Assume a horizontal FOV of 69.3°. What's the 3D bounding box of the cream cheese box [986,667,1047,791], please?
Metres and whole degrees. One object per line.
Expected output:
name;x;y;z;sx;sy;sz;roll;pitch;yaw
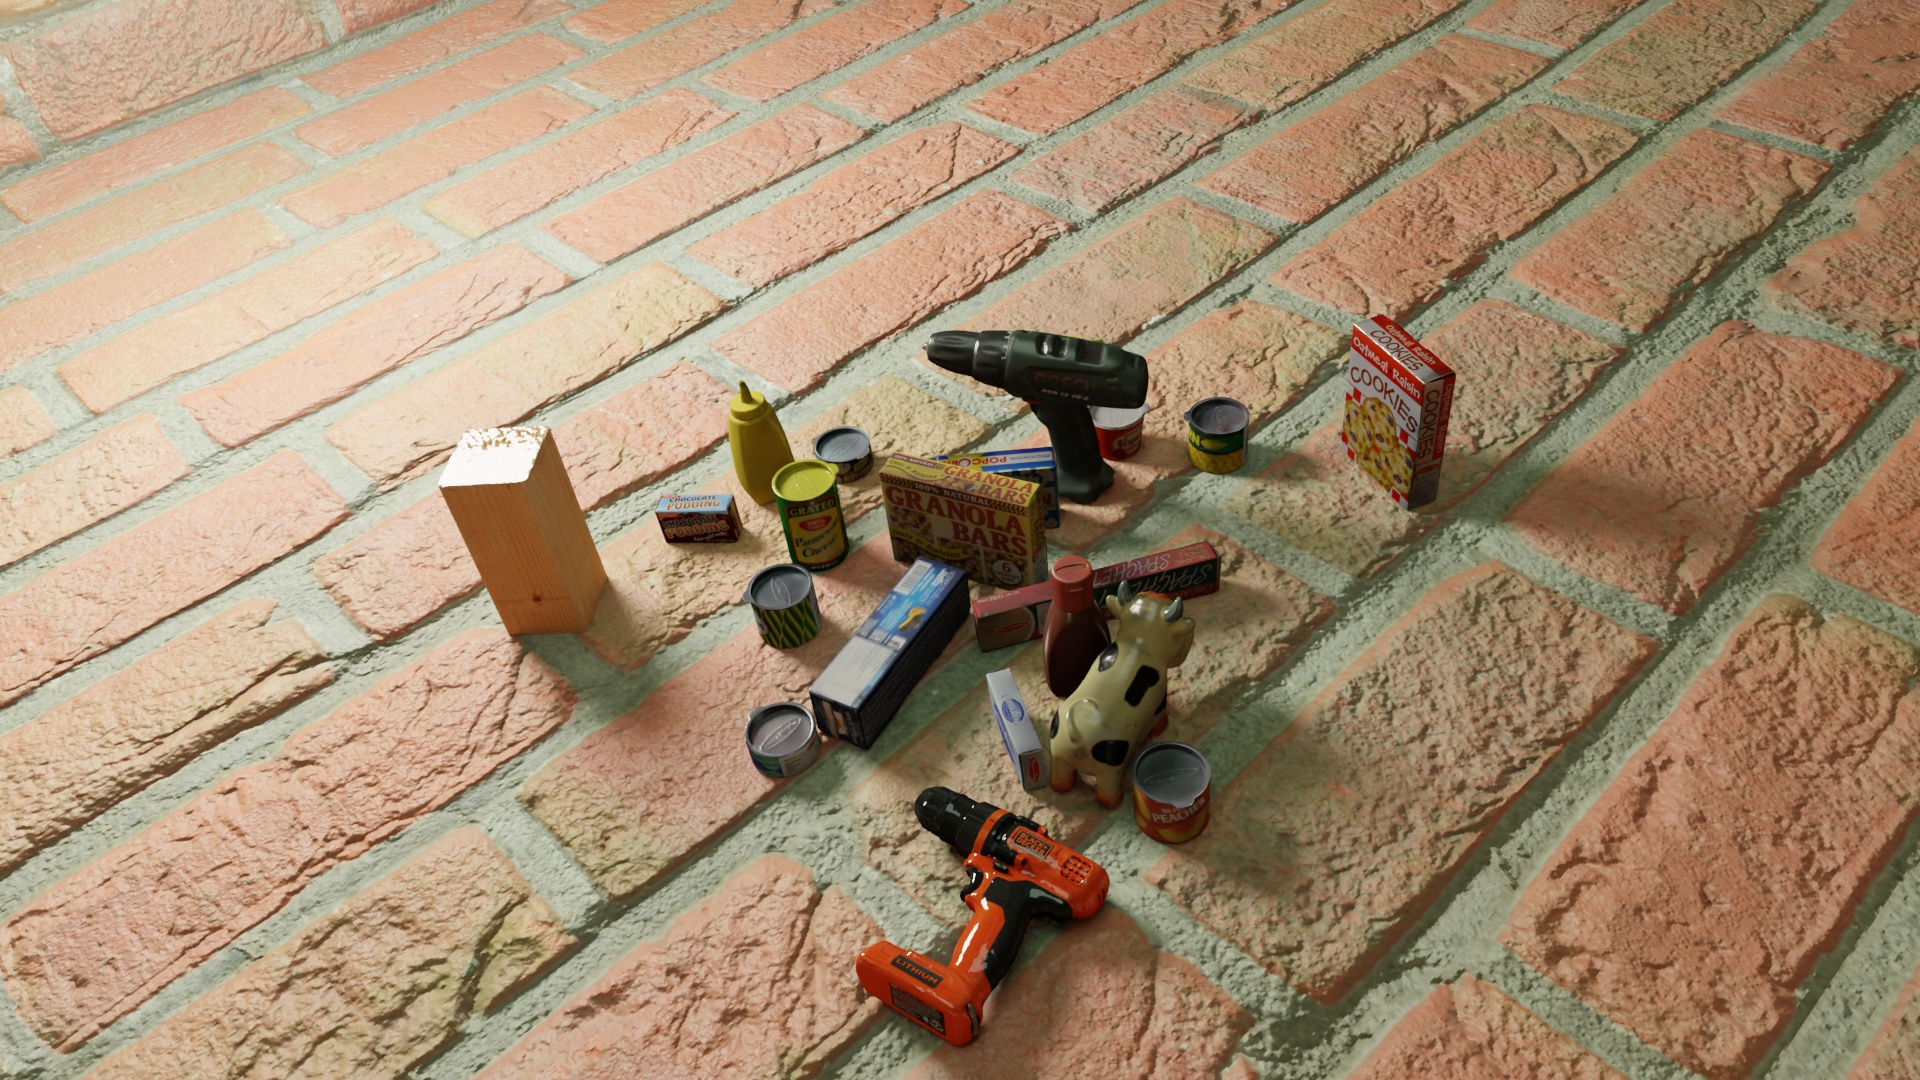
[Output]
cream cheese box;0.050;0.169;1.250;0.024;0.053;0.104;-15;42;-8

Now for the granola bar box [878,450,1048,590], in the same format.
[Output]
granola bar box;0.005;-0.018;1.412;0.165;0.123;0.039;14;46;23

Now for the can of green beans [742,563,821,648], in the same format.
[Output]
can of green beans;-0.176;0.066;1.396;0.071;0.057;0.071;-4;42;4

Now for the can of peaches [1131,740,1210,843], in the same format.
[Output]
can of peaches;0.179;0.215;1.177;0.071;0.057;0.071;-4;42;4

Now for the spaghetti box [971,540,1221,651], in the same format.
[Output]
spaghetti box;0.135;0.055;1.368;0.250;0.050;0.029;-14;42;-7

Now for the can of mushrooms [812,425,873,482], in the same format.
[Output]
can of mushrooms;-0.132;-0.098;1.589;0.071;0.033;0.071;-4;42;4

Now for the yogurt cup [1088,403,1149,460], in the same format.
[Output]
yogurt cup;0.174;-0.127;1.561;0.072;0.053;0.073;-4;42;4

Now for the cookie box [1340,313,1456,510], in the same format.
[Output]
cookie box;0.452;-0.133;1.442;0.040;0.166;0.123;-19;43;-13

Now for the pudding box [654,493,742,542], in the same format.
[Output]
pudding box;-0.286;-0.024;1.519;0.084;0.049;0.030;0;42;8

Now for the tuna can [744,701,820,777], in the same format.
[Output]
tuna can;-0.166;0.183;1.283;0.071;0.032;0.071;-4;42;4

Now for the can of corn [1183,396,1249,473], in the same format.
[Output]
can of corn;0.281;-0.115;1.529;0.071;0.058;0.071;-4;42;4

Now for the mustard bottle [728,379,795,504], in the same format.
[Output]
mustard bottle;-0.223;-0.115;1.528;0.065;0.159;0.049;-26;45;-20

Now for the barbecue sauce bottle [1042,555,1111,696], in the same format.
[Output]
barbecue sauce bottle;0.106;0.079;1.271;0.065;0.147;0.044;-9;42;-1

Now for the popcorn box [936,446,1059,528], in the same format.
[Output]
popcorn box;0.041;-0.052;1.474;0.127;0.084;0.038;-5;42;3

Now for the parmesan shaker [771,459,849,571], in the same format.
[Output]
parmesan shaker;-0.153;-0.026;1.461;0.071;0.102;0.072;-4;42;4
